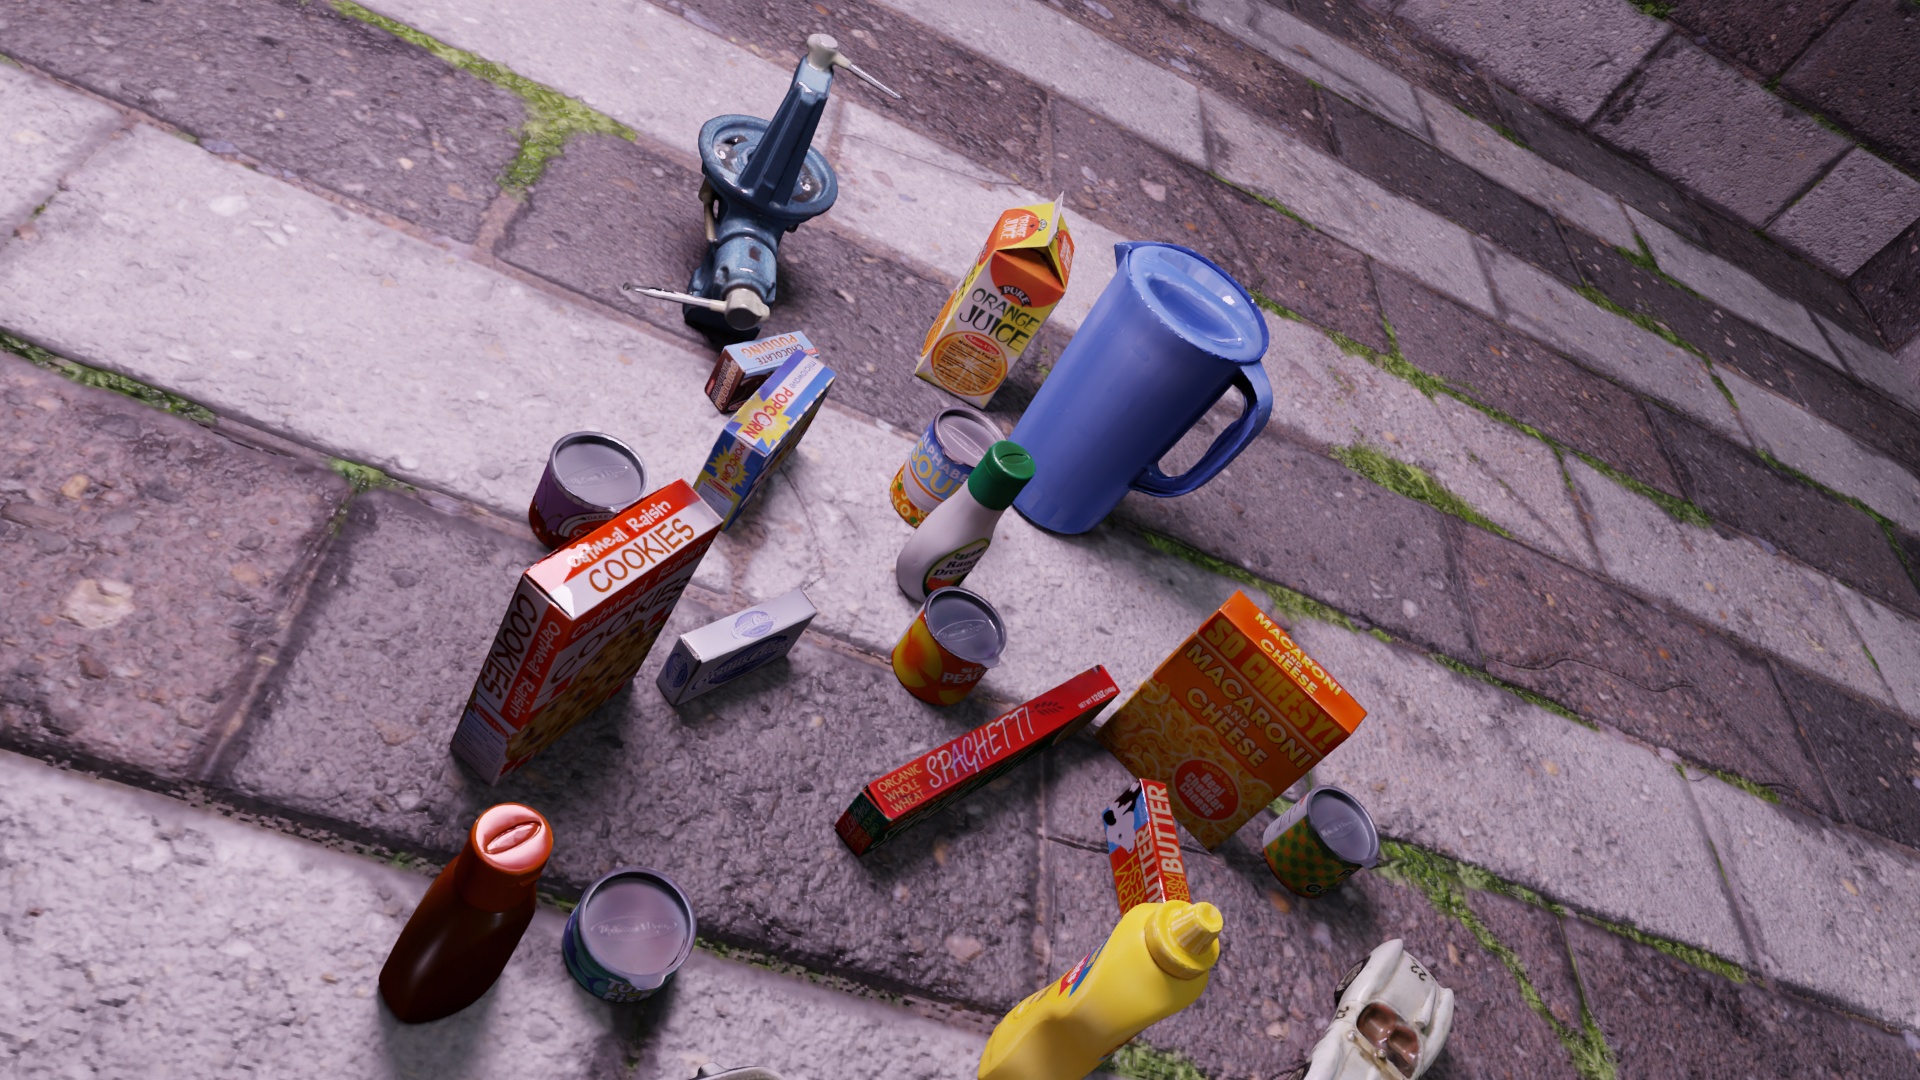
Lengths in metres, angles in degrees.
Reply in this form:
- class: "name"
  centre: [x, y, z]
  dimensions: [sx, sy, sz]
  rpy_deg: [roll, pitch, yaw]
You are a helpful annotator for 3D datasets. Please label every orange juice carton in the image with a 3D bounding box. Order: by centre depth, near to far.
- class: "orange juice carton"
  centre: [0.038, -0.213, 1.206]
  dimensions: [0.073, 0.191, 0.072]
  rpy_deg: [27, 41, -11]

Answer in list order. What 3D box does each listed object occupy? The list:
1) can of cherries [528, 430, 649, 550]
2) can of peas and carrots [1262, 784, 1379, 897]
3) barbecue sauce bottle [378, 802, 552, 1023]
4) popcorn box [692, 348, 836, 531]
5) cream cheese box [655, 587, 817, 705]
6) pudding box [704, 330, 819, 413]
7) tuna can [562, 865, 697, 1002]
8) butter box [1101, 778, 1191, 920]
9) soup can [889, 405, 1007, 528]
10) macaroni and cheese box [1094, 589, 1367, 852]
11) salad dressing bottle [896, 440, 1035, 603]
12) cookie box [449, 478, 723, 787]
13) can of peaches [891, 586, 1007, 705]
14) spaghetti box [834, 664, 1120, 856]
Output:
- class: "can of cherries"
  centre: [-0.248, -0.028, 0.927]
  dimensions: [0.071, 0.058, 0.072]
  rpy_deg: [20, 42, -19]
- class: "can of peas and carrots"
  centre: [0.273, 0.230, 1.049]
  dimensions: [0.071, 0.058, 0.071]
  rpy_deg: [20, 42, -19]
- class: "barbecue sauce bottle"
  centre: [-0.233, 0.178, 0.667]
  dimensions: [0.065, 0.147, 0.044]
  rpy_deg: [-23, 67, -46]
- class: "popcorn box"
  centre: [-0.146, -0.076, 1.026]
  dimensions: [0.038, 0.084, 0.127]
  rpy_deg: [34, 40, -3]
- class: "cream cheese box"
  centre: [-0.146, 0.069, 0.910]
  dimensions: [0.104, 0.053, 0.024]
  rpy_deg: [-23, 67, -46]
- class: "pudding box"
  centre: [-0.157, -0.134, 1.102]
  dimensions: [0.084, 0.049, 0.030]
  rpy_deg: [-23, 67, -46]
- class: "tuna can"
  centre: [-0.180, 0.217, 0.758]
  dimensions: [0.071, 0.032, 0.071]
  rpy_deg: [20, 42, -19]
- class: "butter box"
  centre: [0.128, 0.222, 0.957]
  dimensions: [0.024, 0.052, 0.104]
  rpy_deg: [15, 44, -24]
- class: "soup can"
  centre: [-0.012, -0.054, 1.101]
  dimensions: [0.071, 0.083, 0.072]
  rpy_deg: [20, 42, -19]
- class: "macaroni and cheese box"
  centre: [0.191, 0.132, 1.001]
  dimensions: [0.124, 0.165, 0.040]
  rpy_deg: [45, 40, 10]
- class: "salad dressing bottle"
  centre: [0.004, -0.013, 1.022]
  dimensions: [0.064, 0.147, 0.044]
  rpy_deg: [-10, 58, -41]
- class: "cookie box"
  centre: [-0.214, 0.052, 0.789]
  dimensions: [0.040, 0.166, 0.123]
  rpy_deg: [42, 40, 6]
- class: "can of peaches"
  centre: [-0.008, 0.078, 0.996]
  dimensions: [0.071, 0.057, 0.071]
  rpy_deg: [20, 42, -19]
- class: "spaghetti box"
  centre: [0.018, 0.146, 0.955]
  dimensions: [0.251, 0.050, 0.029]
  rpy_deg: [-21, 65, -45]
